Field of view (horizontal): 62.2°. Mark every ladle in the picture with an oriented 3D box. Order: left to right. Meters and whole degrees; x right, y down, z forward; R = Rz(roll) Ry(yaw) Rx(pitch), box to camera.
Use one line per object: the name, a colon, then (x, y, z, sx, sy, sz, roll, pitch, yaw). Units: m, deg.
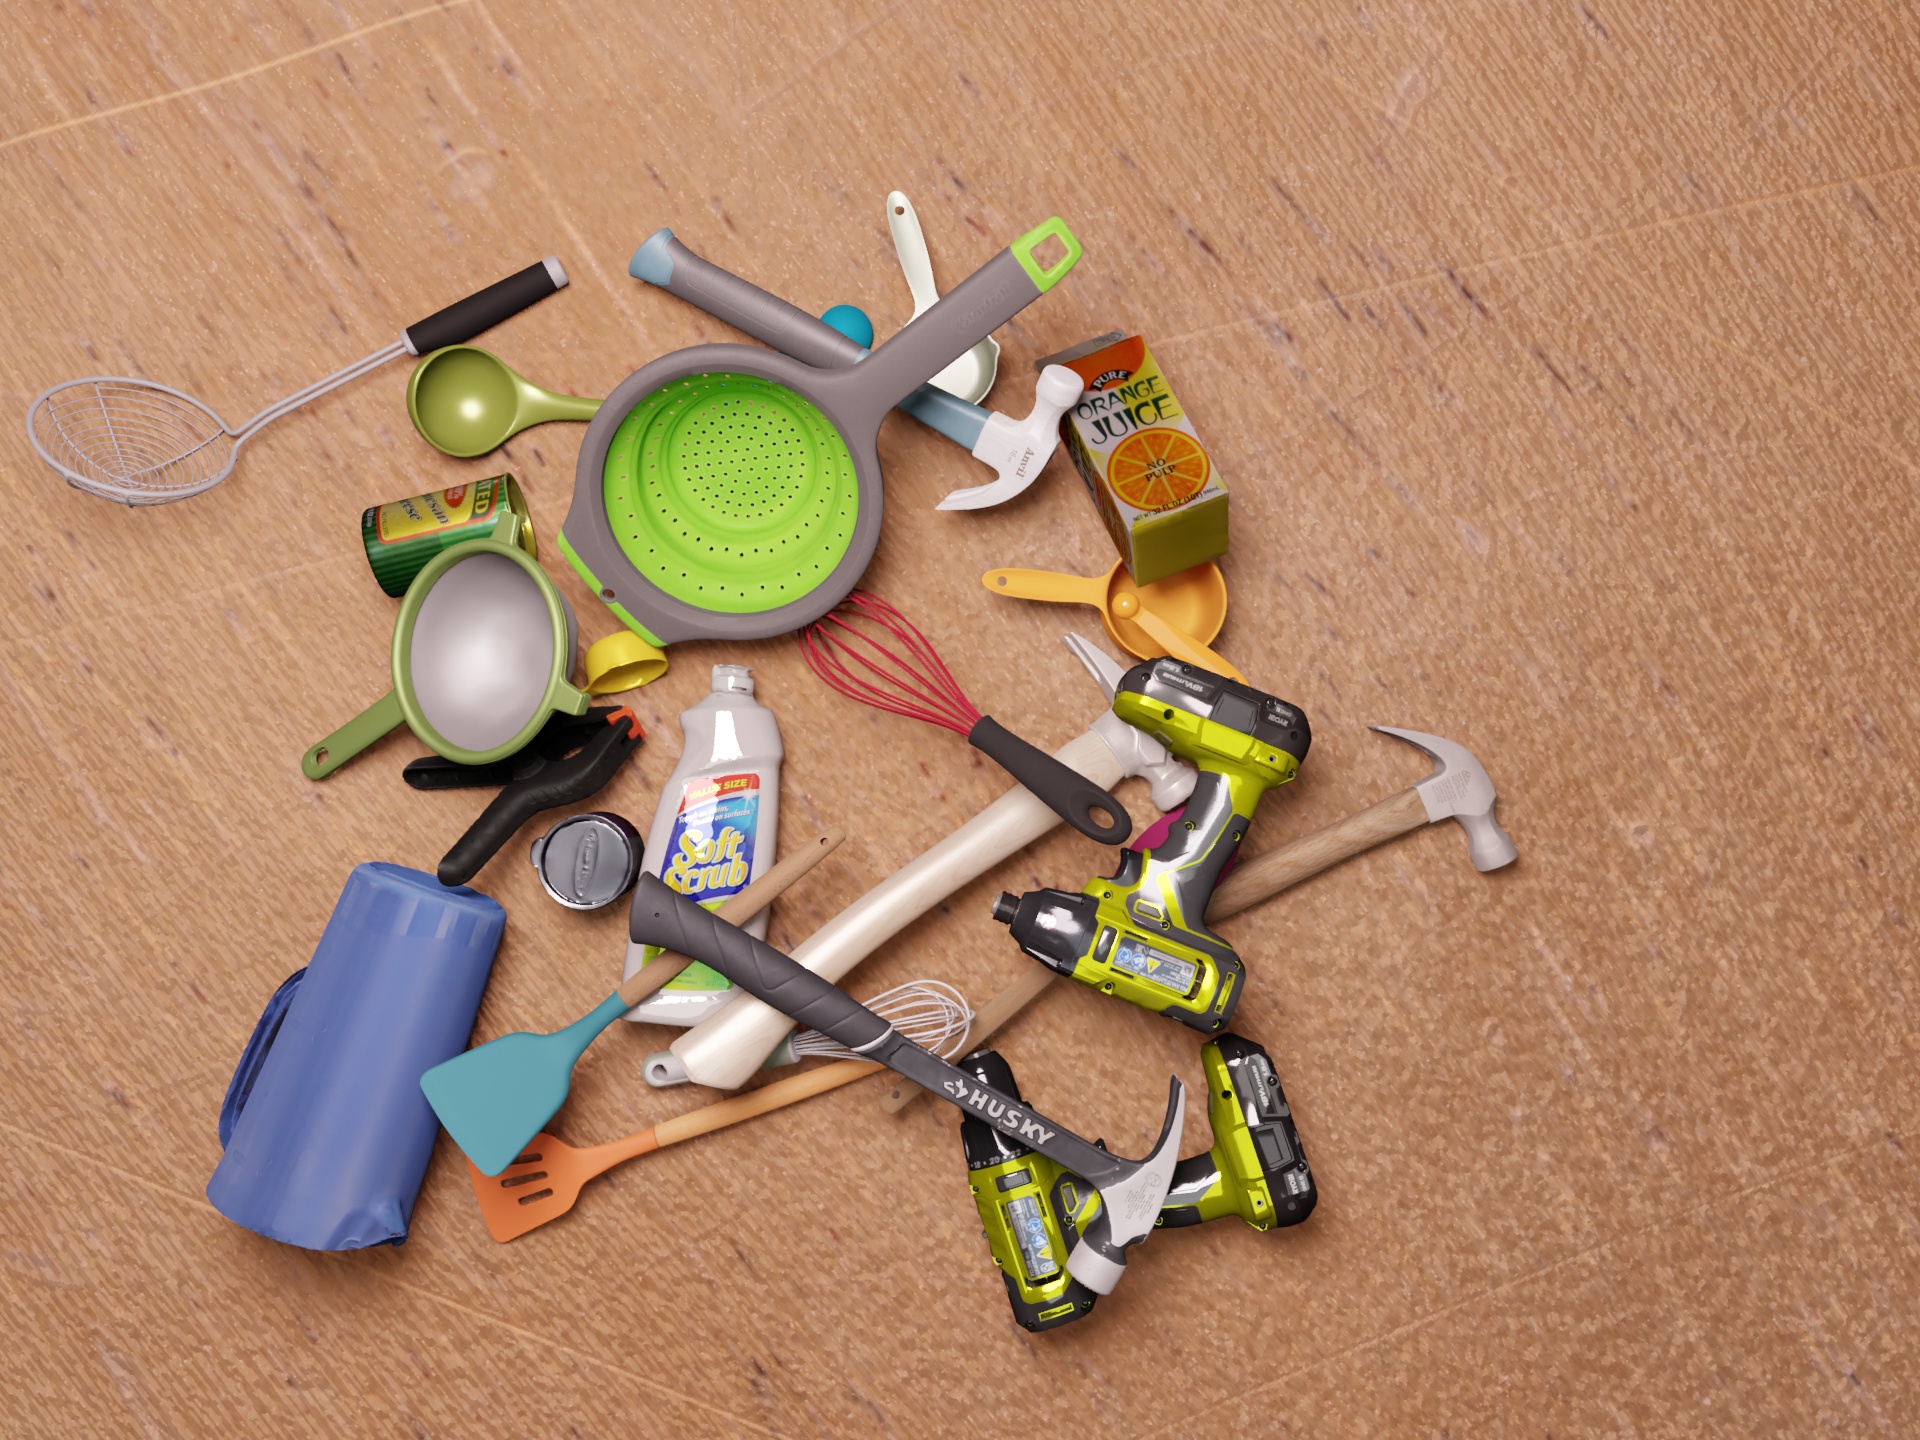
ladle: (-0.227, -0.216, 1.129, 0.320, 0.062, 0.078, 4, 106, -5)

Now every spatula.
spatula: (-0.204, 0.171, 1.057, 0.317, 0.044, 0.082, -38, 82, -5)
spatula: (-0.193, 0.287, 1.135, 0.322, 0.041, 0.081, -18, 89, -7)

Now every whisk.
whisk: (-0.109, 0.226, 1.111, 0.246, 0.059, 0.058, -12, 92, 11)
whisk: (-0.002, -0.003, 1.081, 0.296, 0.073, 0.073, 36, 87, 25)

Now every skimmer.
skimmer: (-0.451, -0.254, 1.103, 0.363, 0.090, 0.127, -28, 58, -5)

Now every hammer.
hammer: (-0.083, -0.255, 1.109, 0.331, 0.033, 0.128, 29, 125, 6)
hammer: (-0.038, 0.214, 1.045, 0.409, 0.036, 0.149, 31, 88, -4)
hammer: (-0.029, 0.105, 1.103, 0.410, 0.038, 0.146, -36, 89, -13)
hammer: (0.229, 0.105, 1.150, 0.331, 0.031, 0.130, -24, 90, -2)

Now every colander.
colander: (-0.089, -0.210, 1.072, 0.397, 0.095, 0.204, -35, 113, 15)

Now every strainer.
strainer: (-0.351, -0.021, 1.103, 0.256, 0.069, 0.151, -29, 75, 24)

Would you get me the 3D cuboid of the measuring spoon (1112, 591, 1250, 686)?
measuring spoon: (0.155, -0.052, 1.108, 0.117, 0.011, 0.021, 36, 88, -1)

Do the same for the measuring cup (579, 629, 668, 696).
measuring cup: (-0.283, -0.026, 1.129, 0.156, 0.062, 0.029, -20, 77, 8)

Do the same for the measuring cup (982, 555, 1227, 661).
measuring cup: (0.101, -0.089, 1.140, 0.173, 0.052, 0.095, 7, 88, 0)

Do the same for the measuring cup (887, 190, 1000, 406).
measuring cup: (-0.025, -0.297, 1.148, 0.083, 0.038, 0.167, -16, 87, -3)

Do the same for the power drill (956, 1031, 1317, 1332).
power drill: (0.116, 0.301, 1.118, 0.228, 0.080, 0.191, -18, 81, 0)

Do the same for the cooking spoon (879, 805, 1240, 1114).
cooking spoon: (0.068, 0.170, 1.120, 0.319, 0.017, 0.069, -40, 60, -2)

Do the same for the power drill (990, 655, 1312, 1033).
power drill: (0.132, 0.078, 1.077, 0.171, 0.080, 0.223, 22, 81, 1)

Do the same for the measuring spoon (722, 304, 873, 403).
measuring spoon: (-0.123, -0.262, 1.149, 0.128, 0.021, 0.042, -27, 90, -3)
